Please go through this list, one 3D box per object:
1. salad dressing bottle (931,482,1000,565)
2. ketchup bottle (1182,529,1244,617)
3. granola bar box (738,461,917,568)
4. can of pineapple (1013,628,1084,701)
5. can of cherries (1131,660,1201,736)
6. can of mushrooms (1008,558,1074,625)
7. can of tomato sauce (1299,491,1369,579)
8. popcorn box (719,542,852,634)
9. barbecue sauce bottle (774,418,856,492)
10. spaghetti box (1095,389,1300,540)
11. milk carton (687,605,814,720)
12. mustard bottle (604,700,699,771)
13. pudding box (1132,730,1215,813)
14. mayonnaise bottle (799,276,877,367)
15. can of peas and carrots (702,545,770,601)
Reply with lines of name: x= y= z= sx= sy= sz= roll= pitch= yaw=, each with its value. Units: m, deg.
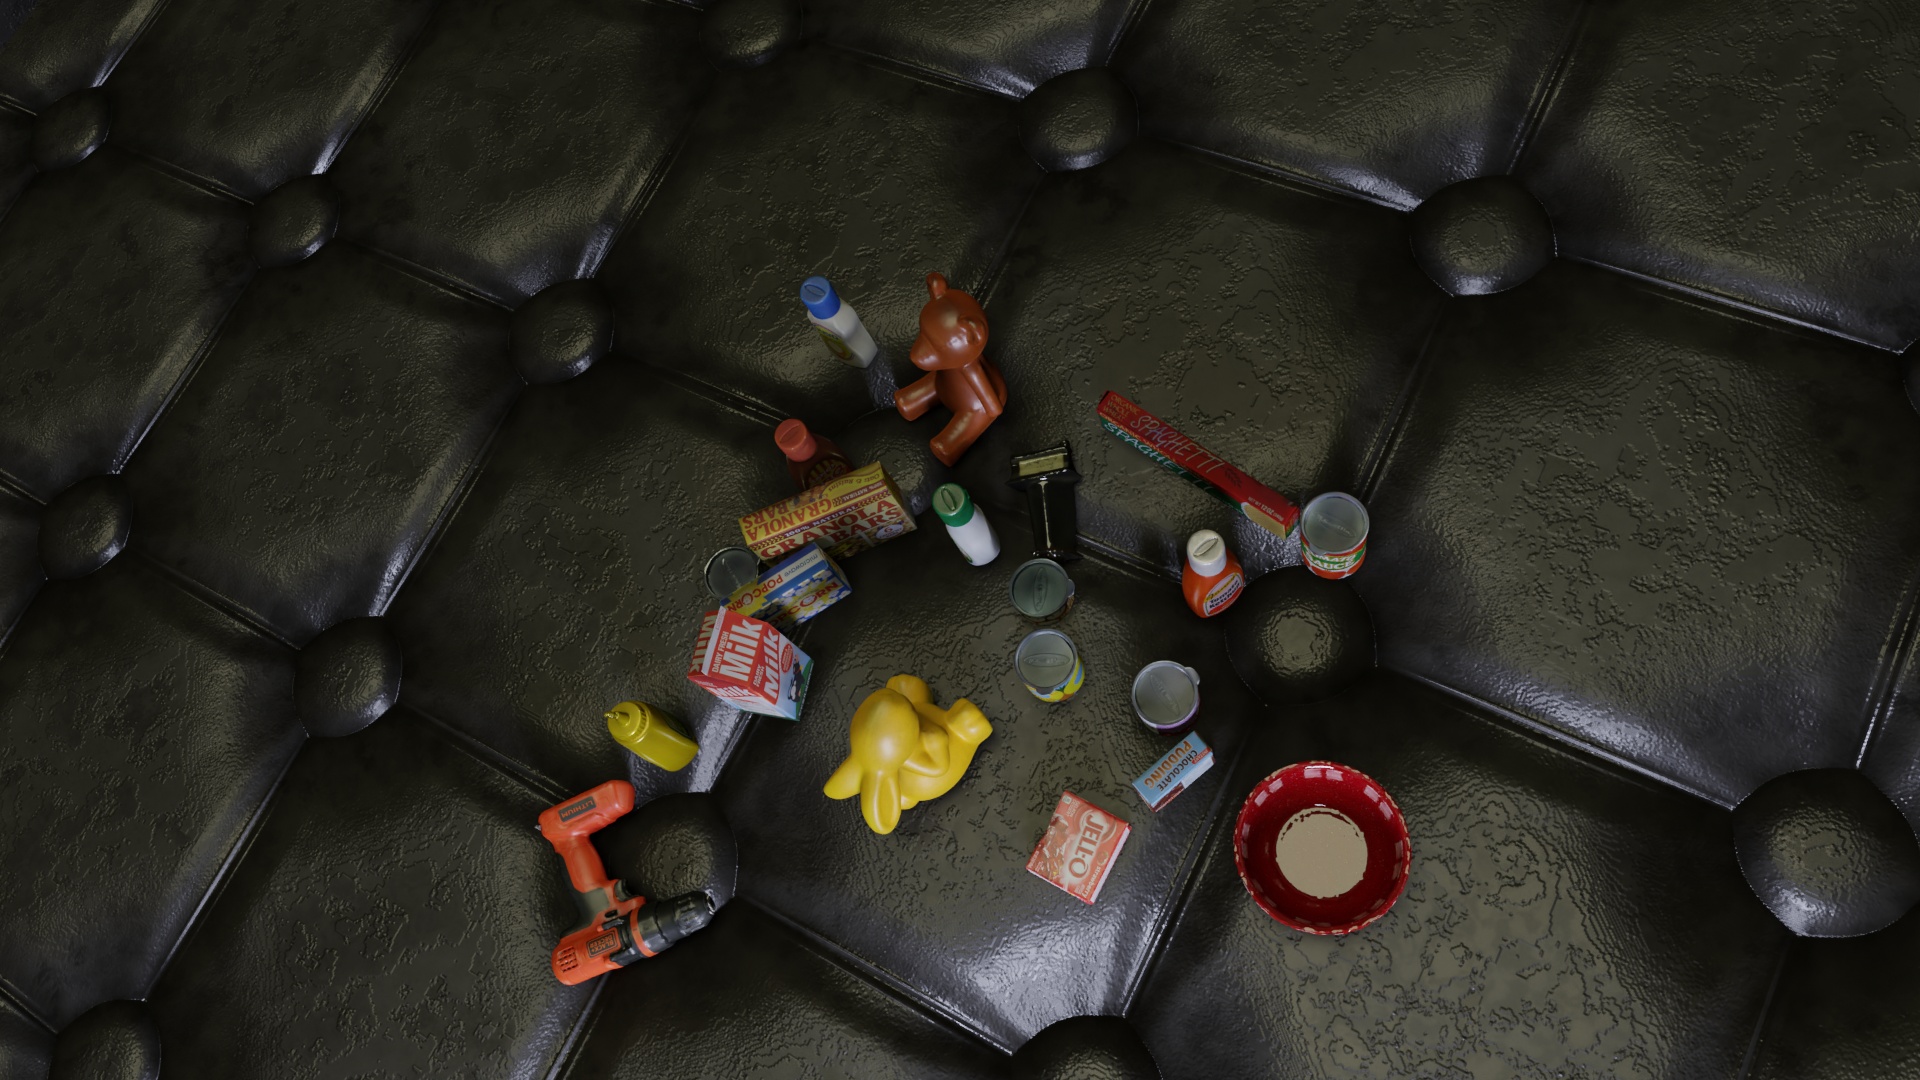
salad dressing bottle: x=0.005 y=-0.019 z=1.475 sx=0.044 sy=0.147 sz=0.064 roll=-28 pitch=66 yaw=3
ketchup bottle: x=0.251 y=0.030 z=1.394 sx=0.065 sy=0.148 sz=0.043 roll=-38 pitch=66 yaw=-2
granola bar box: x=-0.142 y=-0.018 z=1.526 sx=0.165 sy=0.124 sz=0.039 roll=-22 pitch=66 yaw=5
can of pineapple: x=0.092 y=0.132 z=1.445 sx=0.071 sy=0.057 sz=0.071 roll=-5 pitch=69 yaw=13
can of cherries: x=0.211 y=0.160 z=1.404 sx=0.071 sy=0.058 sz=0.072 roll=-5 pitch=69 yaw=13
can of mushrooms: x=0.090 y=0.056 z=1.488 sx=0.071 sy=0.033 sz=0.071 roll=-5 pitch=69 yaw=13
can of tomato sauce: x=0.378 y=-0.002 z=1.410 sx=0.071 sy=0.083 sz=0.071 roll=-5 pitch=69 yaw=13
popcorn box: x=-0.191 y=0.061 z=1.529 sx=0.127 sy=0.085 sz=0.038 roll=-32 pitch=66 yaw=1
barbecue sauce bottle: x=-0.164 y=-0.089 z=1.545 sx=0.065 sy=0.148 sz=0.044 roll=-41 pitch=66 yaw=-3
spaghetti box: x=0.252 y=-0.083 z=1.491 sx=0.250 sy=0.050 sz=0.029 roll=35 pitch=82 yaw=23
milk carton: x=-0.224 y=0.129 z=1.454 sx=0.073 sy=0.190 sz=0.072 roll=7 pitch=72 yaw=17
mustard bottle: x=-0.333 y=0.201 z=1.471 sx=0.049 sy=0.160 sz=0.065 roll=-46 pitch=66 yaw=-5
pudding box: x=0.213 y=0.231 z=1.381 sx=0.084 sy=0.049 sz=0.030 roll=-40 pitch=66 yaw=-3
mayonnaise bottle: x=-0.144 y=-0.253 z=1.603 sx=0.065 sy=0.147 sz=0.041 roll=27 pitch=79 yaw=22
can of peas and carrots: x=-0.246 y=0.044 z=1.564 sx=0.071 sy=0.058 sz=0.071 roll=-5 pitch=69 yaw=13
